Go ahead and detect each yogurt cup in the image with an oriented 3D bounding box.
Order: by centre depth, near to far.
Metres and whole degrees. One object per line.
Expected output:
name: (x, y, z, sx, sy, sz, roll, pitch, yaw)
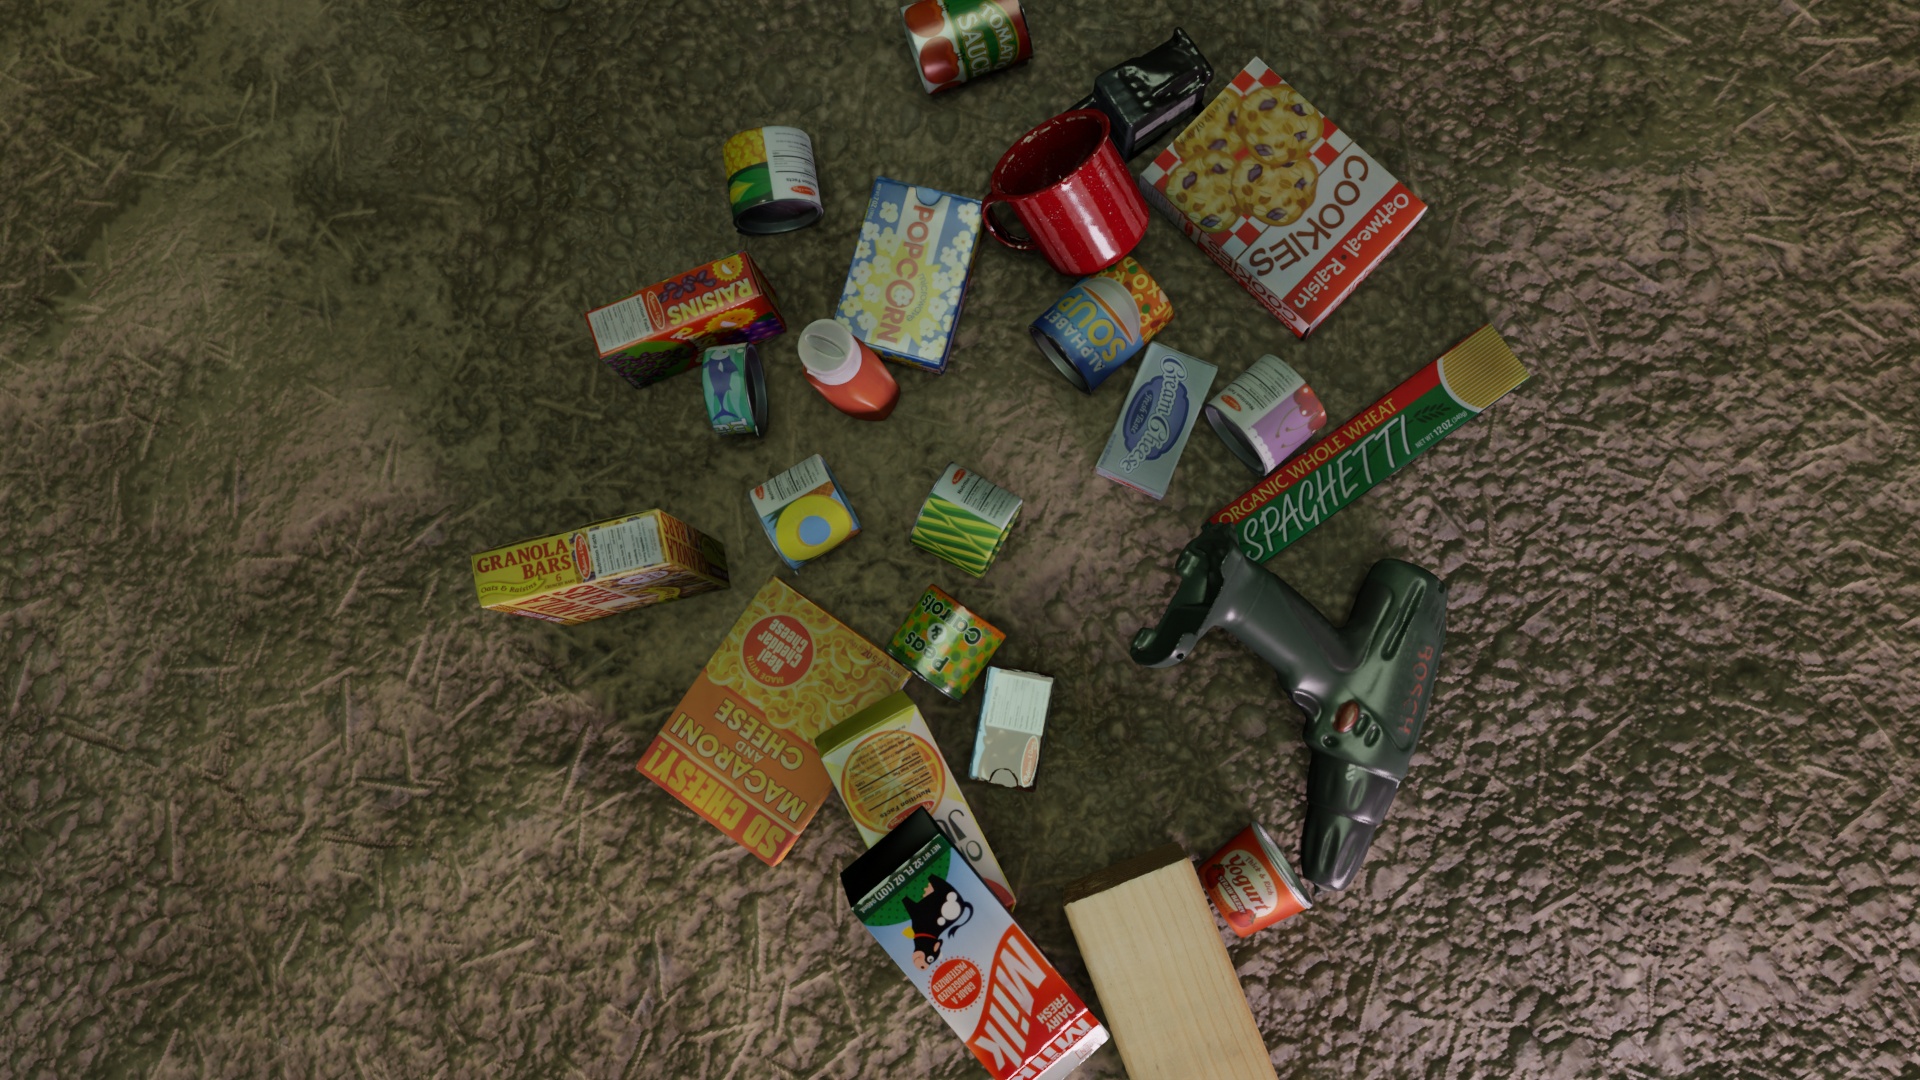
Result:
yogurt cup: (0.199, 0.234, 0.950, 0.054, 0.072, 0.072, -35, 83, 8)

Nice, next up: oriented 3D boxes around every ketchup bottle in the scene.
ketchup bottle: (-0.081, -0.118, 0.961, 0.065, 0.149, 0.043, 26, 88, 6)

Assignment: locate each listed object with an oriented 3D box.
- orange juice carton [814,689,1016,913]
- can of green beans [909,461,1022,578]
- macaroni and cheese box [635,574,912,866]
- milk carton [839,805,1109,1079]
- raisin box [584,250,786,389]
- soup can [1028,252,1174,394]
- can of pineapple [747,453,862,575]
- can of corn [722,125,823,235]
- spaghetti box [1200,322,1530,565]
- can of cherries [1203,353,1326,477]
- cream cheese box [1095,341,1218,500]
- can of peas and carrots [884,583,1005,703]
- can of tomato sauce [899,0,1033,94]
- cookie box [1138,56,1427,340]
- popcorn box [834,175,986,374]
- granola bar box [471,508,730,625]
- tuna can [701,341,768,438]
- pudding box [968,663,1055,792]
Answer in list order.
orange juice carton: (-0.023, 0.205, 0.942, 0.073, 0.072, 0.192, -28, 96, -8)
can of green beans: (0.004, -0.014, 0.986, 0.058, 0.071, 0.071, 28, 87, 5)
macaroni and cheese box: (-0.131, 0.127, 0.992, 0.124, 0.040, 0.166, 35, 87, 6)
milk carton: (0.013, 0.267, 0.875, 0.072, 0.073, 0.190, -39, 99, -7)
raisin box: (-0.196, -0.158, 1.003, 0.123, 0.086, 0.040, -21, 79, 1)
soup can: (0.101, -0.157, 0.992, 0.084, 0.071, 0.071, -42, 83, -1)
can of pineapple: (-0.110, -0.019, 0.995, 0.058, 0.071, 0.071, -29, 83, 0)
can of corn: (-0.140, -0.264, 1.023, 0.071, 0.071, 0.058, -10, 83, 3)
spaghetti box: (0.288, -0.064, 0.992, 0.250, 0.028, 0.050, -35, 84, -1)
can of cherries: (0.216, -0.088, 0.983, 0.058, 0.071, 0.071, -41, 83, -2)
cream cheese box: (0.142, -0.087, 1.006, 0.053, 0.024, 0.104, 23, 86, 5)
can of peas and carrots: (-0.011, 0.071, 0.975, 0.071, 0.071, 0.059, 35, 87, 6)
can of tomato sauce: (0.005, -0.373, 1.022, 0.083, 0.071, 0.071, -19, 83, 2)
cookie box: (0.232, -0.248, 1.010, 0.167, 0.040, 0.123, 44, 88, 8)
popcorn box: (-0.037, -0.194, 1.022, 0.085, 0.038, 0.126, 15, 85, 6)
granola bar box: (-0.239, 0.021, 0.948, 0.124, 0.165, 0.039, -14, 82, 2)
tuna can: (-0.163, -0.107, 1.006, 0.033, 0.071, 0.071, -7, 84, 4)
pudding box: (0.036, 0.132, 0.987, 0.050, 0.030, 0.083, 10, 85, 3)
